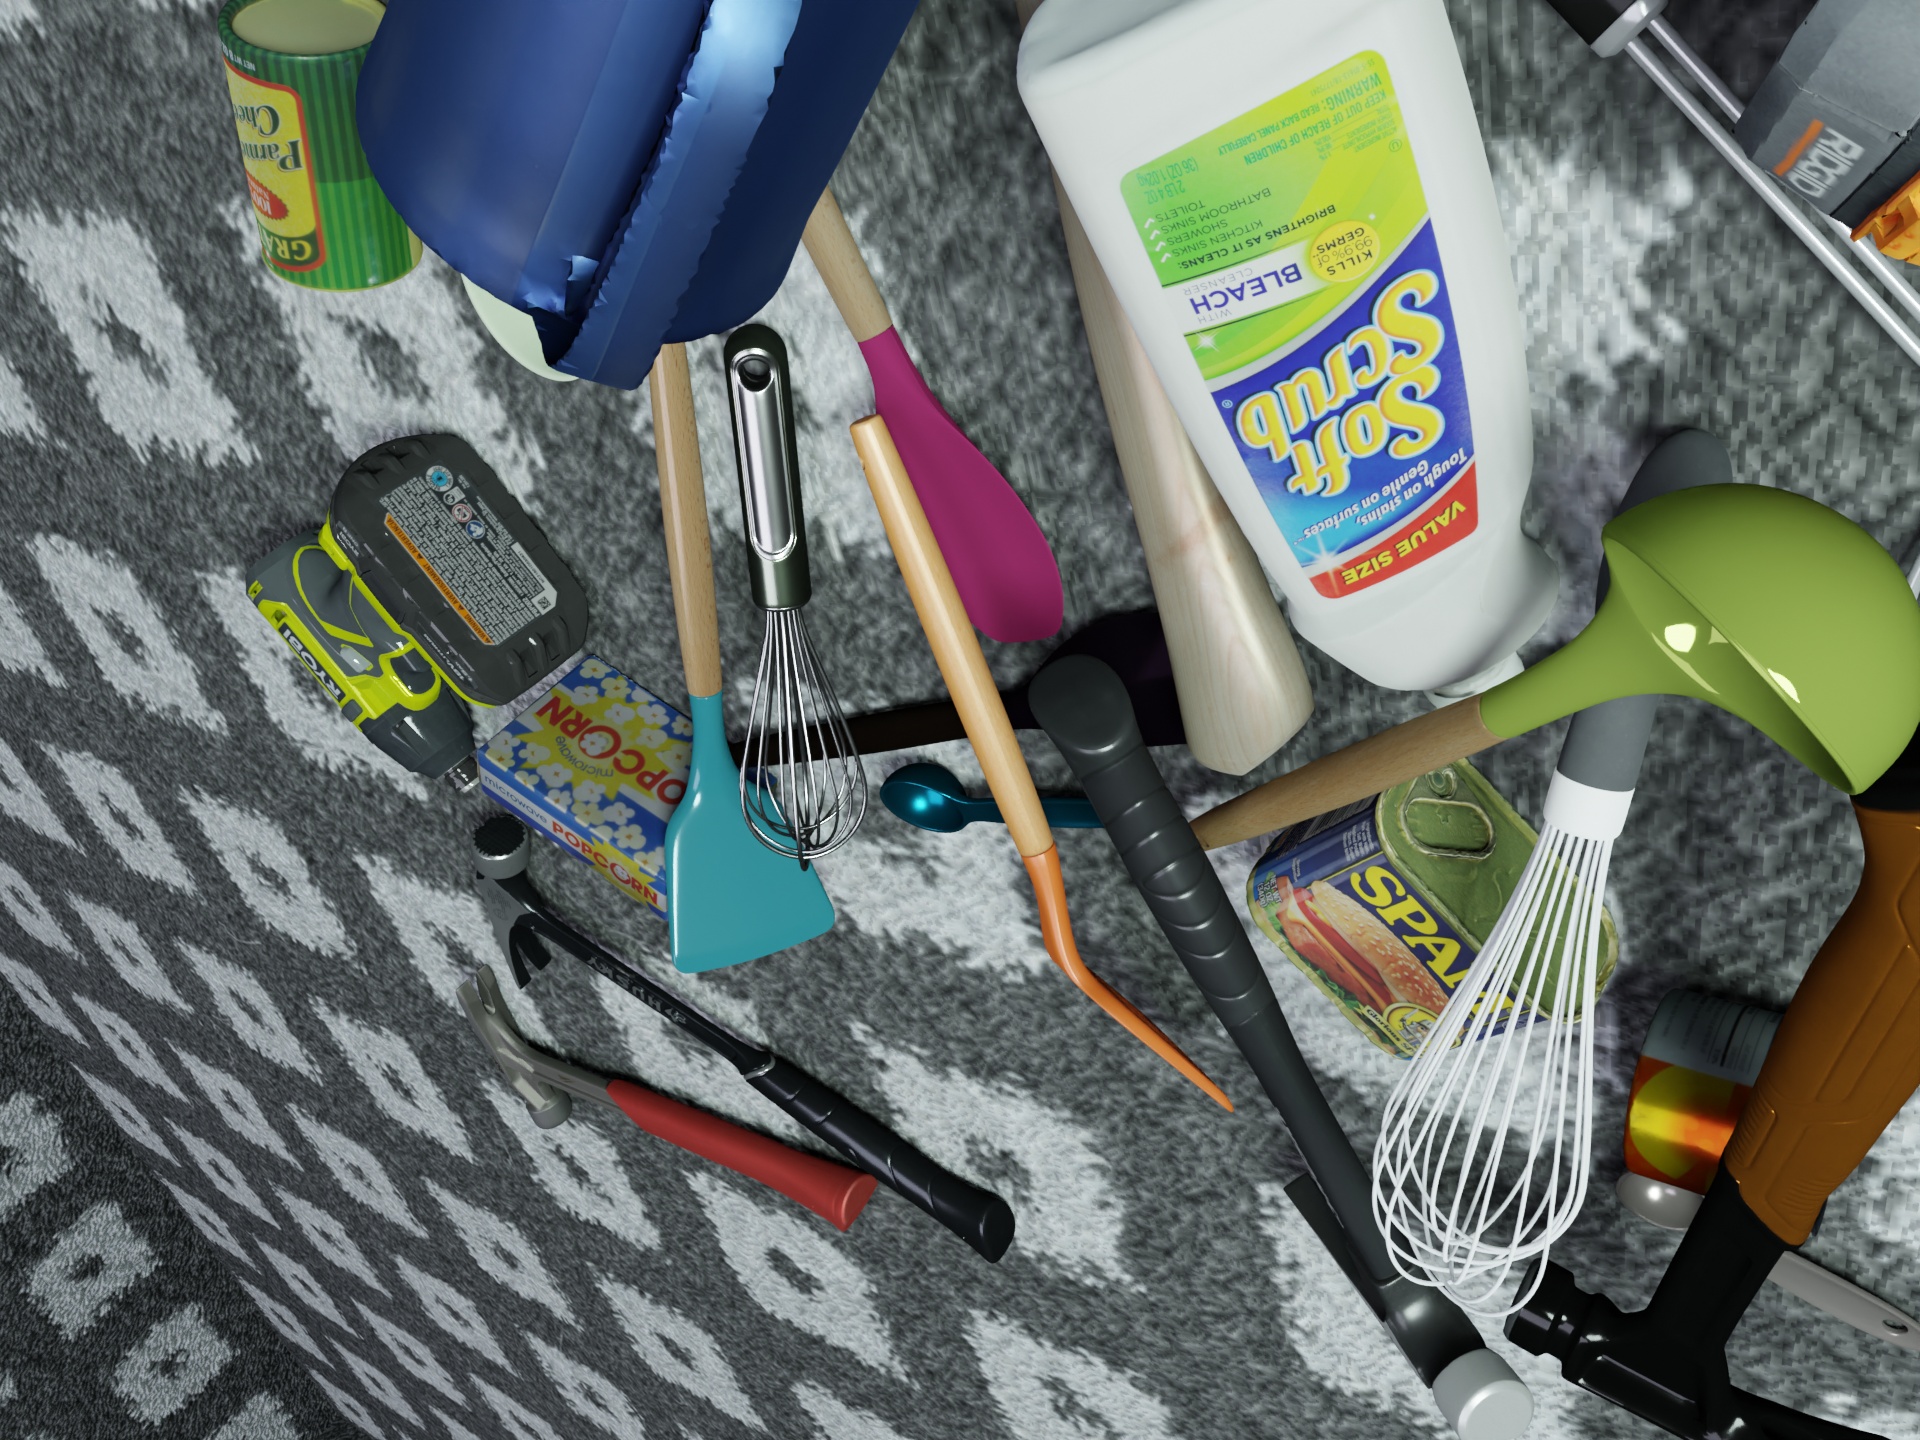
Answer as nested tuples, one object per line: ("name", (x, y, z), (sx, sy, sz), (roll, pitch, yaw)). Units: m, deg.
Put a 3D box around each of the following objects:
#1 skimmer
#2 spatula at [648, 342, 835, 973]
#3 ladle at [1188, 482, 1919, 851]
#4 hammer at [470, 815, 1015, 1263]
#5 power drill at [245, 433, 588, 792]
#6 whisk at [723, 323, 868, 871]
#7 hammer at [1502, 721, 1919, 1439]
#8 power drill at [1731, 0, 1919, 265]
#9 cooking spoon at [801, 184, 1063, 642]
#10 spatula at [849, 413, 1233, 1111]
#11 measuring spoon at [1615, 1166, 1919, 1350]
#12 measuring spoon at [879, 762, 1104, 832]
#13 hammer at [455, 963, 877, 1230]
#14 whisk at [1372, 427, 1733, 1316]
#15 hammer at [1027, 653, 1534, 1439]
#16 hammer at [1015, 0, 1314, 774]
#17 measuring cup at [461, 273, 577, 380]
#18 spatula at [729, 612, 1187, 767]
("skimmer", (0.179, -0.101, 0.368), (0.363, 0.090, 0.127), (47, 166, -1))
("spatula", (-0.111, -0.032, 0.705), (0.044, 0.082, 0.317), (-133, 34, -52))
("ladle", (0.134, 0.012, 0.463), (0.078, 0.062, 0.320), (47, 156, -2))
("hammer", (-0.142, 0.209, 0.990), (0.409, 0.036, 0.149), (30, 141, 16))
("power drill", (-0.292, -0.048, 0.856), (0.171, 0.080, 0.223), (53, 145, -10))
("whisk", (-0.074, -0.044, 0.668), (0.058, 0.059, 0.246), (-3, 119, 0))
("hammer", (0.243, 0.127, 0.451), (0.127, 0.034, 0.336), (23, 142, 27))
("power drill", (0.275, -0.105, 0.261), (0.226, 0.084, 0.164), (37, 102, 11))
("cooking spoon", (-0.042, -0.162, 0.569), (0.069, 0.017, 0.318), (-5, 122, 44))
("spatula", (0.030, 0.026, 0.637), (0.322, 0.041, 0.081), (68, 169, -21))
("measuring spoon", (0.307, 0.198, 0.598), (0.124, 0.018, 0.034), (29, 140, 7))
("measuring spoon", (0.023, 0.032, 0.696), (0.129, 0.021, 0.042), (1, 144, 31))
("hammer", (-0.207, 0.270, 1.104), (0.359, 0.037, 0.149), (10, 131, 37))
("whisk", (0.179, 0.053, 0.478), (0.070, 0.070, 0.284), (19, 111, 28))
("hammer", (0.112, 0.117, 0.601), (0.334, 0.035, 0.146), (59, 178, -22))
("hammer", (0.037, -0.160, 0.478), (0.146, 0.038, 0.410), (9, 129, 38))
("measuring cup", (-0.145, -0.202, 0.610), (0.083, 0.038, 0.167), (42, 140, 3))
("spatula", (-0.001, -0.002, 0.681), (0.316, 0.018, 0.059), (-10, 118, 45))
